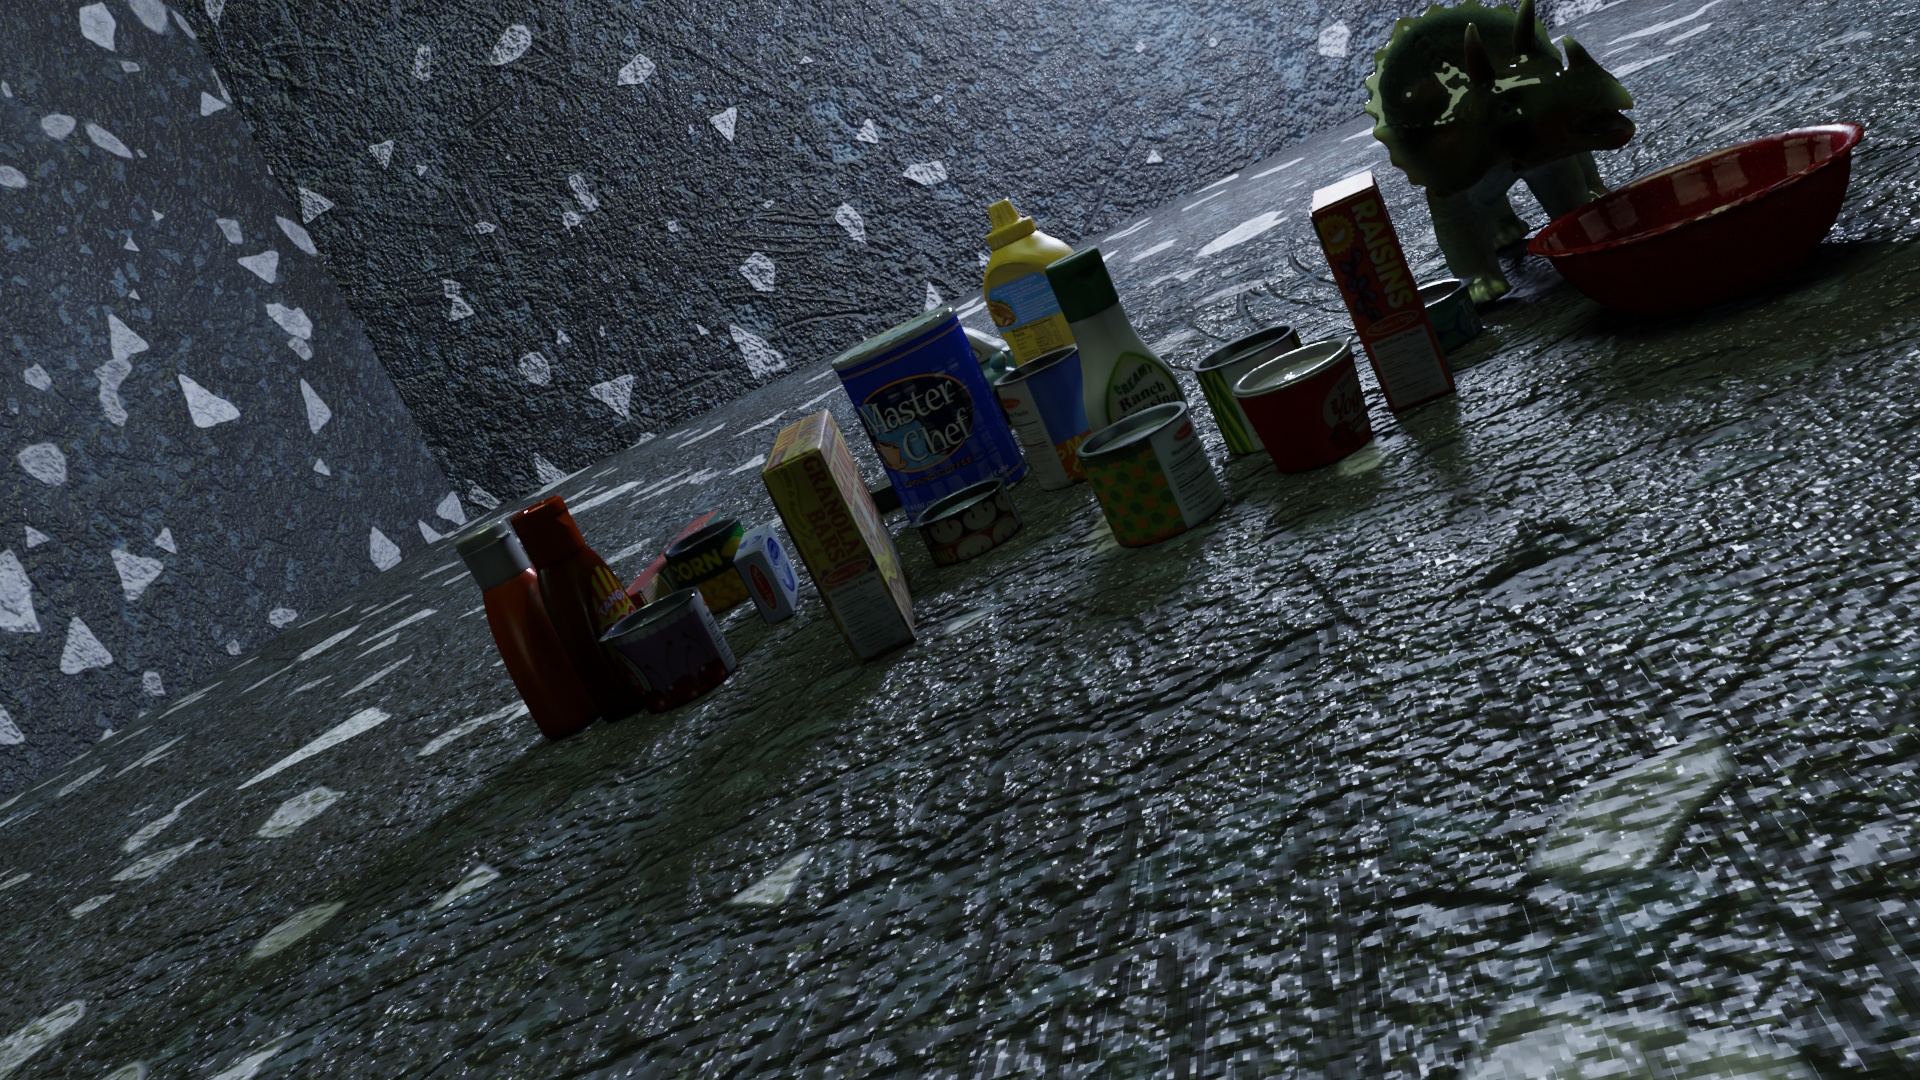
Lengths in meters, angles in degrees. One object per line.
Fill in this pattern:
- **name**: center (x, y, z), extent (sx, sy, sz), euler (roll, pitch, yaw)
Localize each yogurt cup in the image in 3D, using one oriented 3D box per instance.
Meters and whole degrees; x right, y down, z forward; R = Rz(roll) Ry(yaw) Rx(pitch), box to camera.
- **yogurt cup**: center (0.190, -0.072, 0.761), extent (0.072, 0.054, 0.072), euler (-24, 13, 6)

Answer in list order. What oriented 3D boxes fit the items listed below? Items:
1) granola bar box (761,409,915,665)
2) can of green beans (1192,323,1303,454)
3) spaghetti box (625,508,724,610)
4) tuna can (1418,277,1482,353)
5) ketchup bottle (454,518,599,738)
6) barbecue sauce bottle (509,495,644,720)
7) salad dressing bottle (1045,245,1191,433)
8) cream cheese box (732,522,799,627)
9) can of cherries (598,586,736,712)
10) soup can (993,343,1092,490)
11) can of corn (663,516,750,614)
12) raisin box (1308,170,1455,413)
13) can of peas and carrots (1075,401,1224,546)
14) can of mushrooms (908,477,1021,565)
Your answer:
- **granola bar box**: center (-0.073, -0.008, 0.846), extent (0.039, 0.124, 0.166), euler (-25, 13, 2)
- **can of green beans**: center (0.183, -0.092, 0.844), extent (0.071, 0.057, 0.071), euler (-24, 13, 6)
- **spaghetti box**: center (-0.232, 0.030, 1.167), extent (0.028, 0.050, 0.251), euler (-23, 13, 10)
- **tuna can**: center (0.292, -0.137, 0.870), extent (0.071, 0.032, 0.071), euler (-24, 13, 6)
- **ketchup bottle**: center (-0.291, 0.058, 0.947), extent (0.043, 0.148, 0.065), euler (-19, 14, 29)
- **barbecue sauce bottle**: center (-0.248, 0.043, 0.925), extent (0.043, 0.148, 0.065), euler (-21, 13, 21)
- **salad dressing bottle**: center (0.099, -0.113, 0.884), extent (0.064, 0.147, 0.044), euler (-28, 13, -11)
- **cream cheese box**: center (-0.141, 0.023, 1.013), extent (0.024, 0.053, 0.104), euler (-26, 13, 1)
- **can of cherries**: center (-0.189, 0.072, 0.901), extent (0.071, 0.058, 0.071), euler (-24, 13, 6)
- **soup can**: center (0.073, -0.088, 0.978), extent (0.071, 0.083, 0.071), euler (-24, 13, 6)
- **can of corn**: center (-0.196, 0.022, 1.113), extent (0.071, 0.058, 0.071), euler (-24, 13, 6)
- **raisin box**: center (0.240, -0.144, 0.794), extent (0.040, 0.123, 0.086), euler (-21, 13, 22)
- **can of peas and carrots**: center (0.104, -0.036, 0.771), extent (0.071, 0.058, 0.071), euler (-24, 13, 6)
- **can of mushrooms**: center (0.003, -0.012, 0.921), extent (0.071, 0.033, 0.071), euler (-24, 13, 6)
